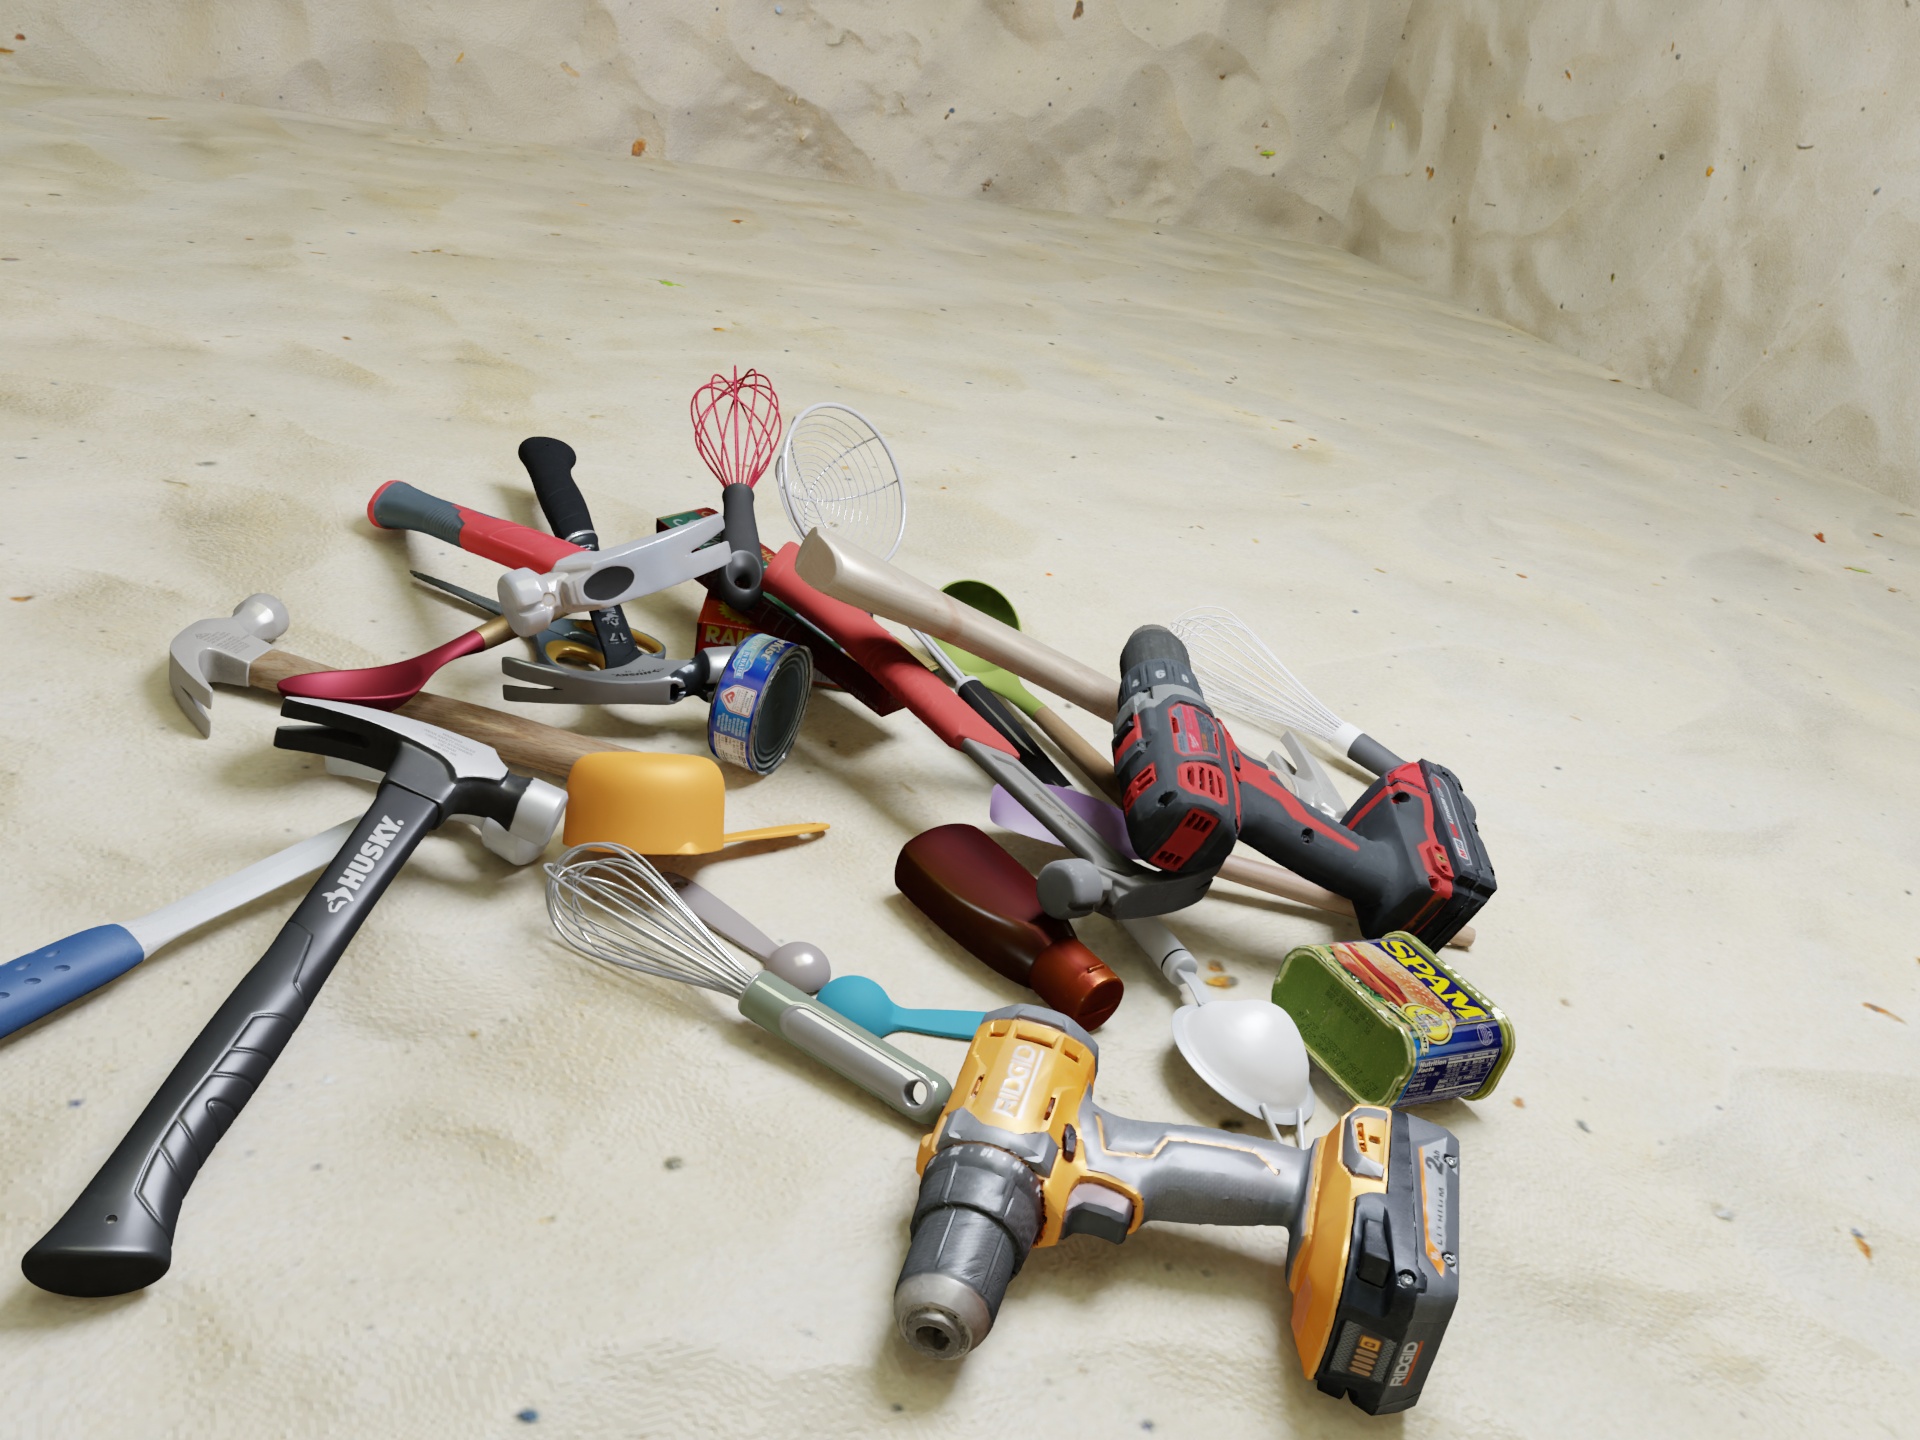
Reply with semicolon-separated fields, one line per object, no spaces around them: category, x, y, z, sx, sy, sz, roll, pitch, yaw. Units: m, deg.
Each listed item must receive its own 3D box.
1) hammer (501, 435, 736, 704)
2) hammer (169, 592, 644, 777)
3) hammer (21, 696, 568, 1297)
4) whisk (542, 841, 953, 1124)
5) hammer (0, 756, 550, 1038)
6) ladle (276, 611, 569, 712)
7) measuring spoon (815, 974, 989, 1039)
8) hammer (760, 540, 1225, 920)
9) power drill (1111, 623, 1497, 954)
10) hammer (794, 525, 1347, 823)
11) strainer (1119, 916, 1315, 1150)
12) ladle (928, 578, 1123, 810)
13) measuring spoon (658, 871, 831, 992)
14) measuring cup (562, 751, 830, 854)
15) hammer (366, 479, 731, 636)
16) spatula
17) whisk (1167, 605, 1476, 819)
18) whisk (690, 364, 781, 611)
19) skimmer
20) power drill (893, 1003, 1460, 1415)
hammer;-0.277;-0.118;1.149;0.149;0.036;0.409;-5;32;-21
hammer;-0.316;-0.001;0.958;0.331;0.031;0.130;16;27;5
hammer;-0.300;0.106;0.705;0.146;0.035;0.335;25;35;-7
whisk;-0.109;0.130;0.787;0.246;0.058;0.059;27;-3;18
hammer;-0.382;0.097;0.739;0.144;0.035;0.405;25;29;20
ladle;-0.283;-0.059;0.986;0.069;0.031;0.315;14;28;27
measuring spoon;-0.011;0.148;0.819;0.128;0.021;0.042;7;28;-10
hammer;-0.002;-0.003;0.976;0.149;0.036;0.359;-1;35;-49
power drill;0.190;0.037;0.946;0.226;0.080;0.188;22;35;-17
hammer;0.079;-0.025;1.030;0.410;0.038;0.146;26;22;-20
strainer;0.125;0.140;0.880;0.086;0.050;0.259;15;19;-32
ladle;0.072;0.000;1.103;0.078;0.062;0.320;-17;41;-27
measuring spoon;-0.118;0.107;0.854;0.124;0.018;0.034;29;31;29
measuring cup;-0.143;0.043;0.904;0.173;0.052;0.095;-1;4;-43
hammer;-0.304;-0.129;1.075;0.143;0.038;0.387;-24;26;-30
spatula;0.170;0.091;0.989;0.316;0.018;0.060;17;34;-3
whisk;0.266;-0.003;1.197;0.285;0.070;0.070;37;35;30
whisk;-0.162;-0.175;1.161;0.073;0.073;0.296;6;40;-14
skimmer;-0.014;-0.085;1.109;0.127;0.090;0.364;3;38;-49
power drill;0.090;0.217;0.678;0.226;0.084;0.185;14;29;11
